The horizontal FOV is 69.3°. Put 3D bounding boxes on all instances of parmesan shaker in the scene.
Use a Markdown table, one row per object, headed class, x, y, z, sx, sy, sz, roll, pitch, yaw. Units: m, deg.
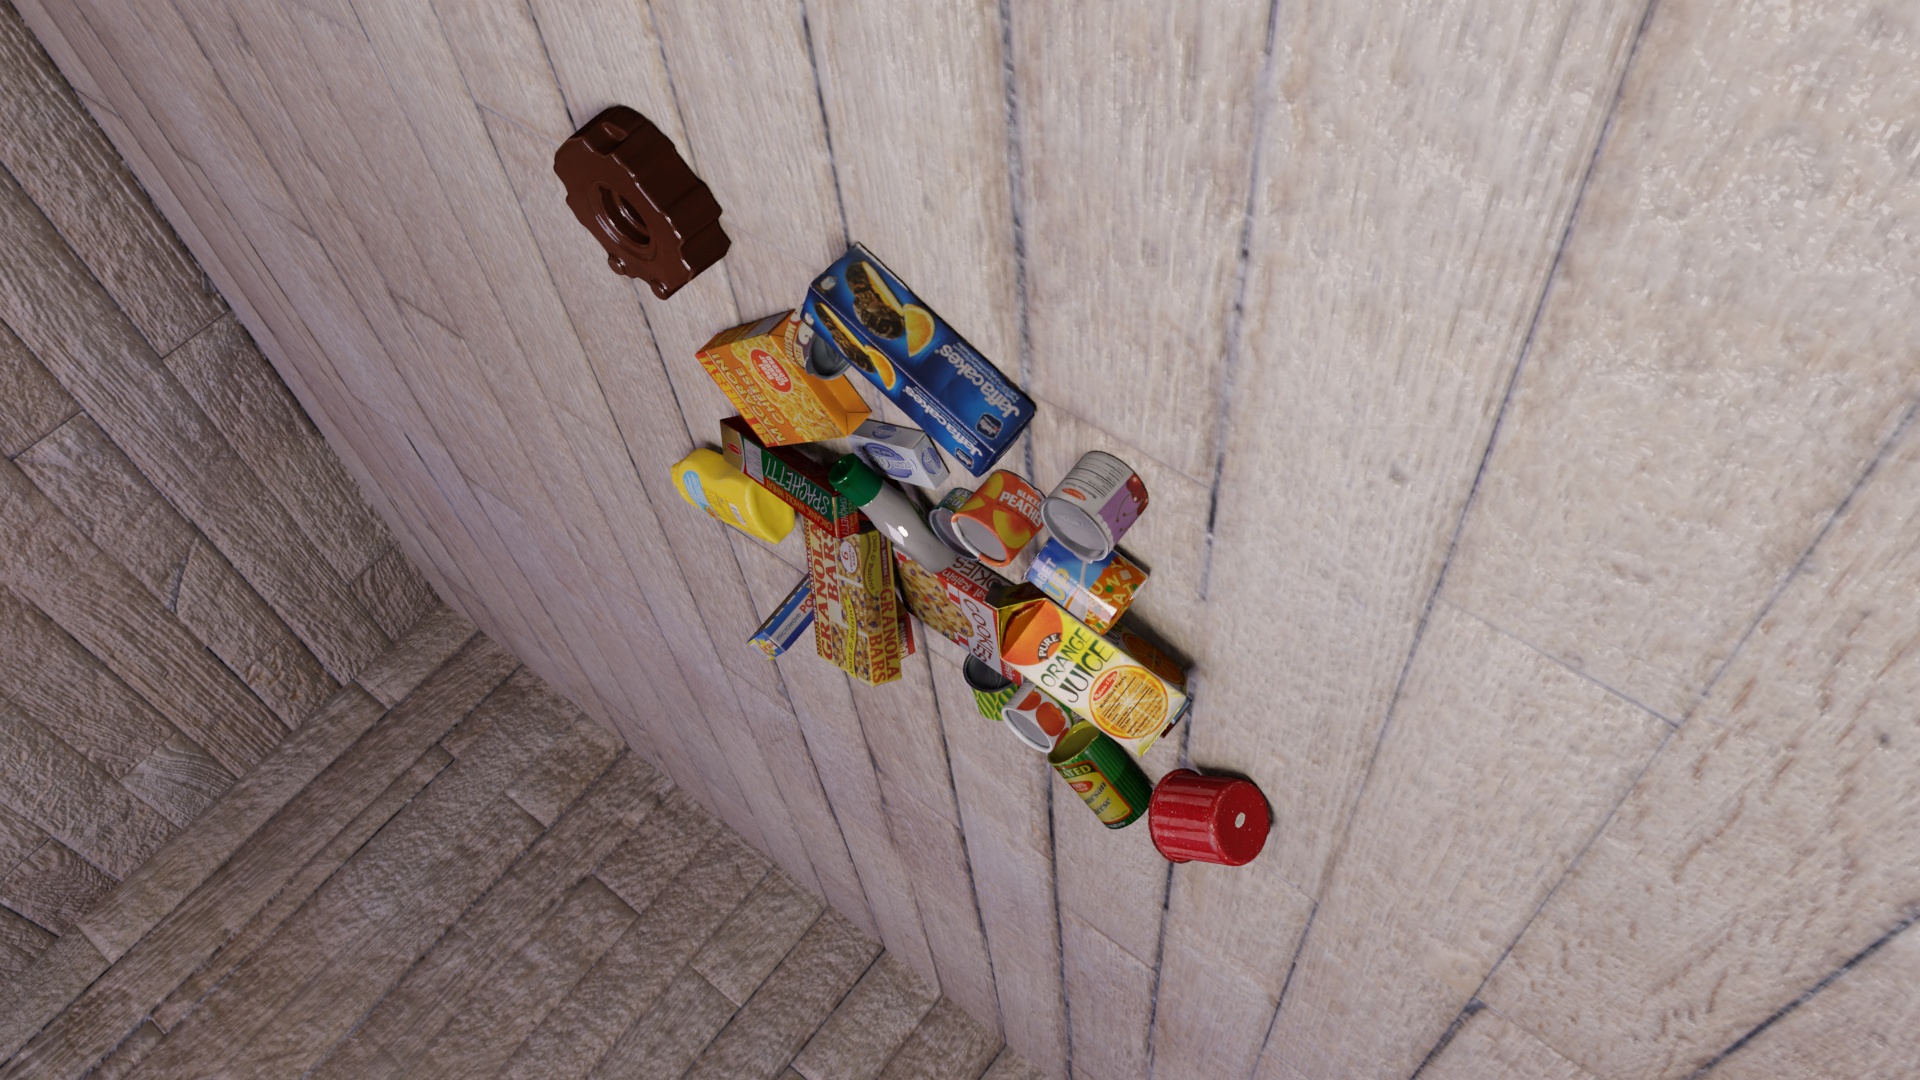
| class | x | y | z | sx | sy | sz | roll | pitch | yaw |
| --- | --- | --- | --- | --- | --- | --- | --- | --- | --- |
| parmesan shaker | 0.151 | 0.247 | 1.468 | 0.103 | 0.071 | 0.071 | 50 | 155 | -15 |

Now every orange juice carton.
| class | x | y | z | sx | sy | sz | roll | pitch | yaw |
| --- | --- | --- | --- | --- | --- | --- | --- | --- | --- |
| orange juice carton | 0.103 | 0.099 | 1.227 | 0.193 | 0.073 | 0.072 | 35 | -163 | 0 |

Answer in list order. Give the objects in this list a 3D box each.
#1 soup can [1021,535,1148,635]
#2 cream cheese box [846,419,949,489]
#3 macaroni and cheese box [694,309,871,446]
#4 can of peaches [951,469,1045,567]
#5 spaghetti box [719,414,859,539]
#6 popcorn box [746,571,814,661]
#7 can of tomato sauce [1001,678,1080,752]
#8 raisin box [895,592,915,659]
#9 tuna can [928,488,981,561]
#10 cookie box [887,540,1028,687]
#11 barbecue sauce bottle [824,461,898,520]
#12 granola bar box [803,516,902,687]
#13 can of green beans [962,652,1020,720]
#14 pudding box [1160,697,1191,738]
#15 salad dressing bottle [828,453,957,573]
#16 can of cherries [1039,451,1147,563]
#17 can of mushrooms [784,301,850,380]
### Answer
| class | x | y | z | sx | sy | sz | roll | pitch | yaw |
| --- | --- | --- | --- | --- | --- | --- | --- | --- | --- |
| soup can | 0.105 | 0.032 | 1.176 | 0.084 | 0.071 | 0.071 | 38 | 155 | 11 |
| cream cheese box | -0.060 | -0.082 | 1.300 | 0.104 | 0.024 | 0.053 | 16 | 146 | 46 |
| macaroni and cheese box | -0.173 | -0.152 | 1.337 | 0.166 | 0.040 | 0.123 | 0 | 132 | 56 |
| can of peaches | 0.035 | -0.019 | 1.215 | 0.071 | 0.058 | 0.071 | 35 | 155 | 19 |
| spaghetti box | -0.178 | -0.068 | 1.423 | 0.250 | 0.029 | 0.050 | 32 | 132 | 48 |
| popcorn box | -0.192 | 0.081 | 1.644 | 0.038 | 0.127 | 0.085 | 43 | 156 | -6 |
| can of tomato sauce | 0.093 | 0.162 | 1.393 | 0.071 | 0.083 | 0.071 | 34 | 154 | 19 |
| raisin box | -0.096 | 0.065 | 1.522 | 0.124 | 0.040 | 0.085 | 56 | 164 | 29 |
| tuna can | 0.005 | -0.016 | 1.297 | 0.071 | 0.033 | 0.070 | 34 | 154 | 19 |
| cookie box | 0.008 | 0.066 | 1.420 | 0.168 | 0.040 | 0.122 | 32 | 154 | 26 |
| barbecue sauce bottle | -0.121 | -0.052 | 1.418 | 0.148 | 0.044 | 0.064 | 4 | 129 | 56 |
| granola bar box | -0.114 | 0.056 | 1.446 | 0.124 | 0.039 | 0.165 | 19 | 118 | 55 |
| can of green beans | 0.040 | 0.149 | 1.474 | 0.071 | 0.071 | 0.057 | 27 | 152 | 32 |
| pudding box | 0.172 | 0.144 | 1.308 | 0.084 | 0.030 | 0.049 | 37 | 154 | 12 |
| salad dressing bottle | -0.063 | -0.026 | 1.328 | 0.147 | 0.044 | 0.064 | 41 | -170 | -32 |
| can of cherries | 0.106 | -0.026 | 1.096 | 0.071 | 0.058 | 0.071 | 33 | 154 | 19 |
| can of mushrooms | -0.118 | -0.172 | 1.182 | 0.033 | 0.071 | 0.070 | 30 | 153 | 29 |
